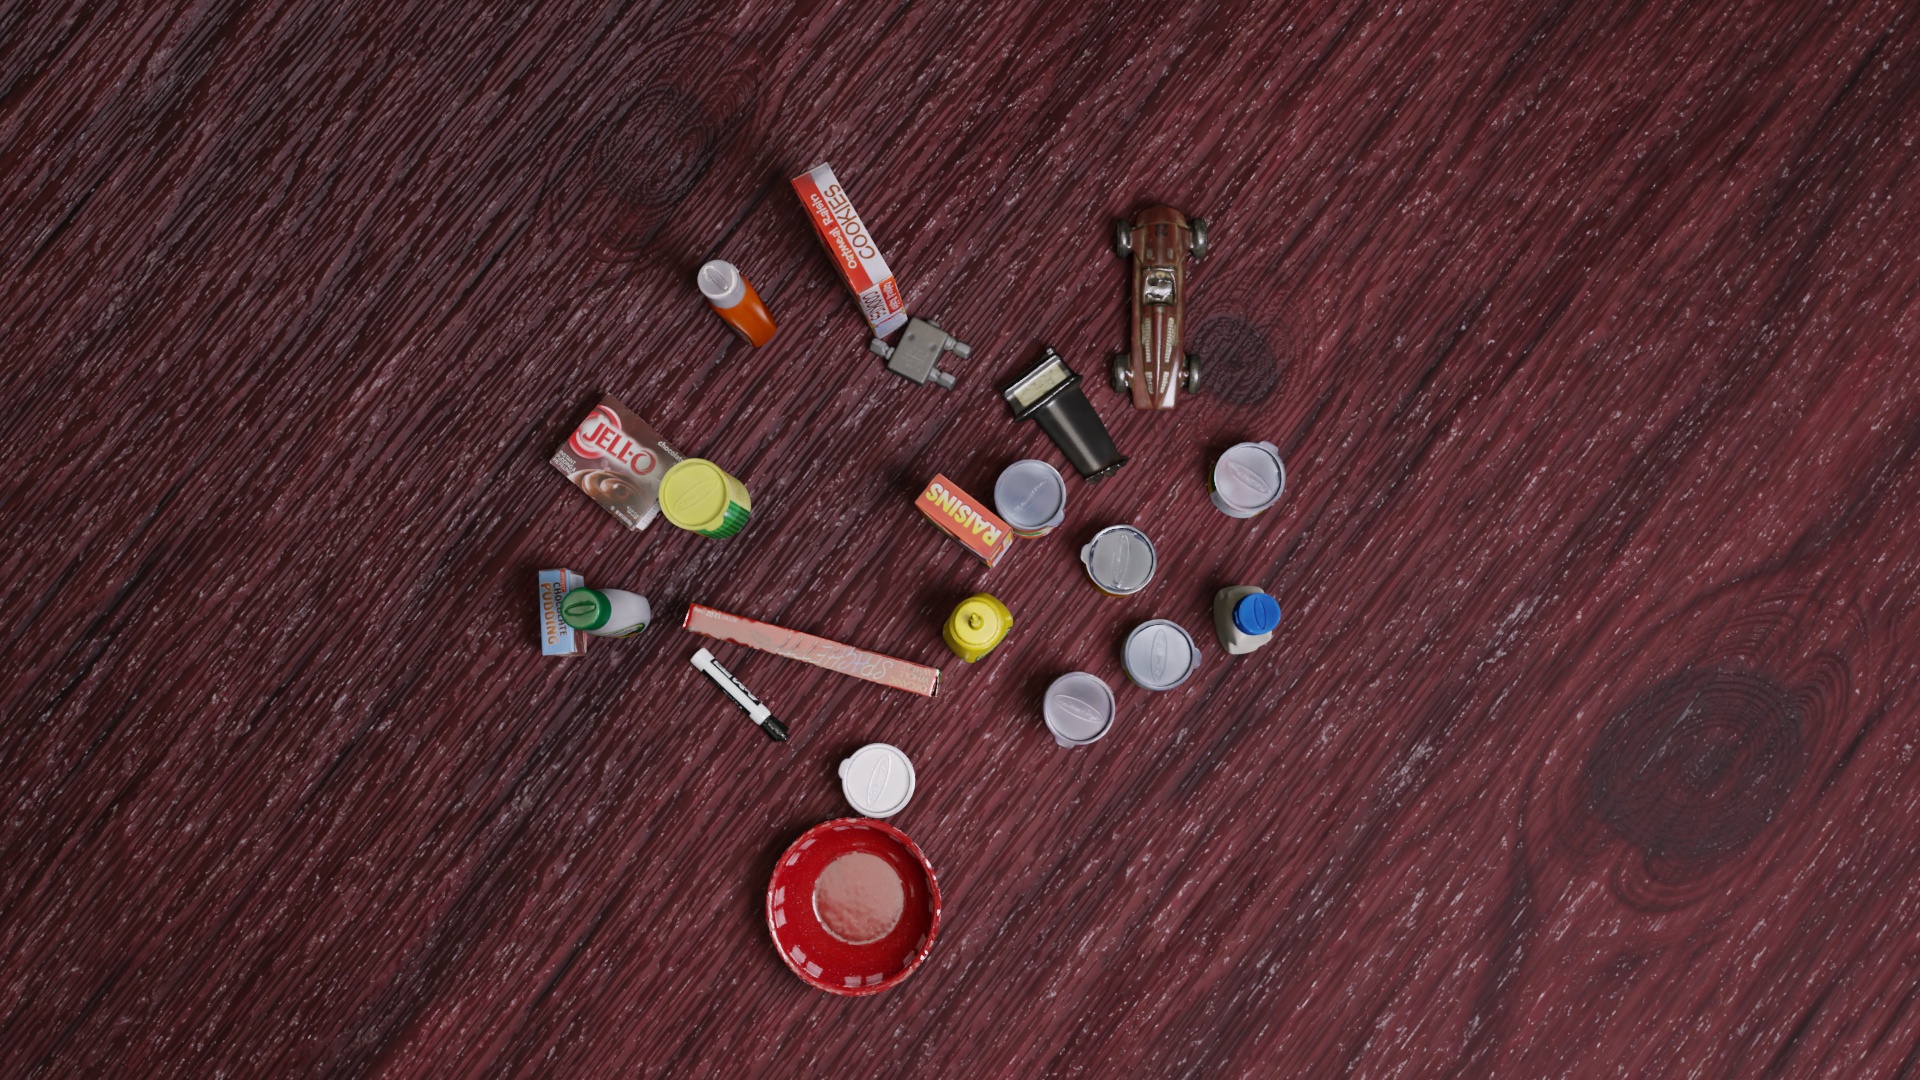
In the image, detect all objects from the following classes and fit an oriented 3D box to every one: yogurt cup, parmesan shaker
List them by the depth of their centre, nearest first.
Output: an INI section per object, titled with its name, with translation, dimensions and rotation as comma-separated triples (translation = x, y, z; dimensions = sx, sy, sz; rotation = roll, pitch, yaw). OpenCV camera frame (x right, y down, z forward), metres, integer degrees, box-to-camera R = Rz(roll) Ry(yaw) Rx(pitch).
[yogurt cup]
translation = -0.075, 0.225, 1.310
dimensions = 0.072, 0.054, 0.072
rotation = 0, 84, 2
[parmesan shaker]
translation = -0.240, -0.035, 1.321
dimensions = 0.071, 0.103, 0.071
rotation = 0, 84, 2

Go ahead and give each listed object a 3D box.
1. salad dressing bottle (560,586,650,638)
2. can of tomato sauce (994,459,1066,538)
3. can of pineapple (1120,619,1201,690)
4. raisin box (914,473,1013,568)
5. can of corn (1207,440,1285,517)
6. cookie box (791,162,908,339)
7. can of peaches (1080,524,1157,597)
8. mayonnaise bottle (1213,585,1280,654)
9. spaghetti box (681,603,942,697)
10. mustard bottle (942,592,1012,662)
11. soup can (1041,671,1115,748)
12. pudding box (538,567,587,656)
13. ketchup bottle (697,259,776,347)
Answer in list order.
[salad dressing bottle]
translation = -0.331, 0.067, 1.291
dimensions = 0.064, 0.147, 0.044
rotation = -10, 84, 1
[can of tomato sauce]
translation = 0.068, -0.037, 1.319
dimensions = 0.071, 0.083, 0.071
rotation = 0, 84, 2
[can of pineapple]
translation = 0.187, 0.109, 1.310
dimensions = 0.071, 0.058, 0.071
rotation = 0, 84, 2
[raisin box]
translation = 0.005, -0.016, 1.299
dimensions = 0.086, 0.123, 0.040
rotation = 38, 87, 5
[can of corn]
translation = 0.273, -0.059, 1.325
dimensions = 0.071, 0.058, 0.071
rotation = 0, 84, 2
[cookie box]
translation = -0.102, -0.268, 1.308
dimensions = 0.040, 0.167, 0.123
rotation = -30, 84, -1
[can of peaches]
translation = 0.149, 0.020, 1.322
dimensions = 0.071, 0.058, 0.071
rotation = 0, 84, 2
[mayonnaise bottle]
translation = 0.261, 0.070, 1.266
dimensions = 0.041, 0.148, 0.065
rotation = -9, 84, 2
[spaghetti box]
translation = -0.139, 0.105, 1.328
dimensions = 0.250, 0.050, 0.028
rotation = 15, 85, 4
[mustard bottle]
translation = 0.015, 0.079, 1.269
dimensions = 0.065, 0.160, 0.049
rotation = -44, 84, -2
[soup can]
translation = 0.108, 0.158, 1.295
dimensions = 0.071, 0.083, 0.071
rotation = 0, 84, 2
[pudding box]
translation = -0.384, 0.070, 1.342
dimensions = 0.030, 0.049, 0.084
rotation = -5, 84, 2
[ketchup bottle]
translation = -0.215, -0.228, 1.318
dimensions = 0.043, 0.148, 0.065
rotation = -43, 84, -2
